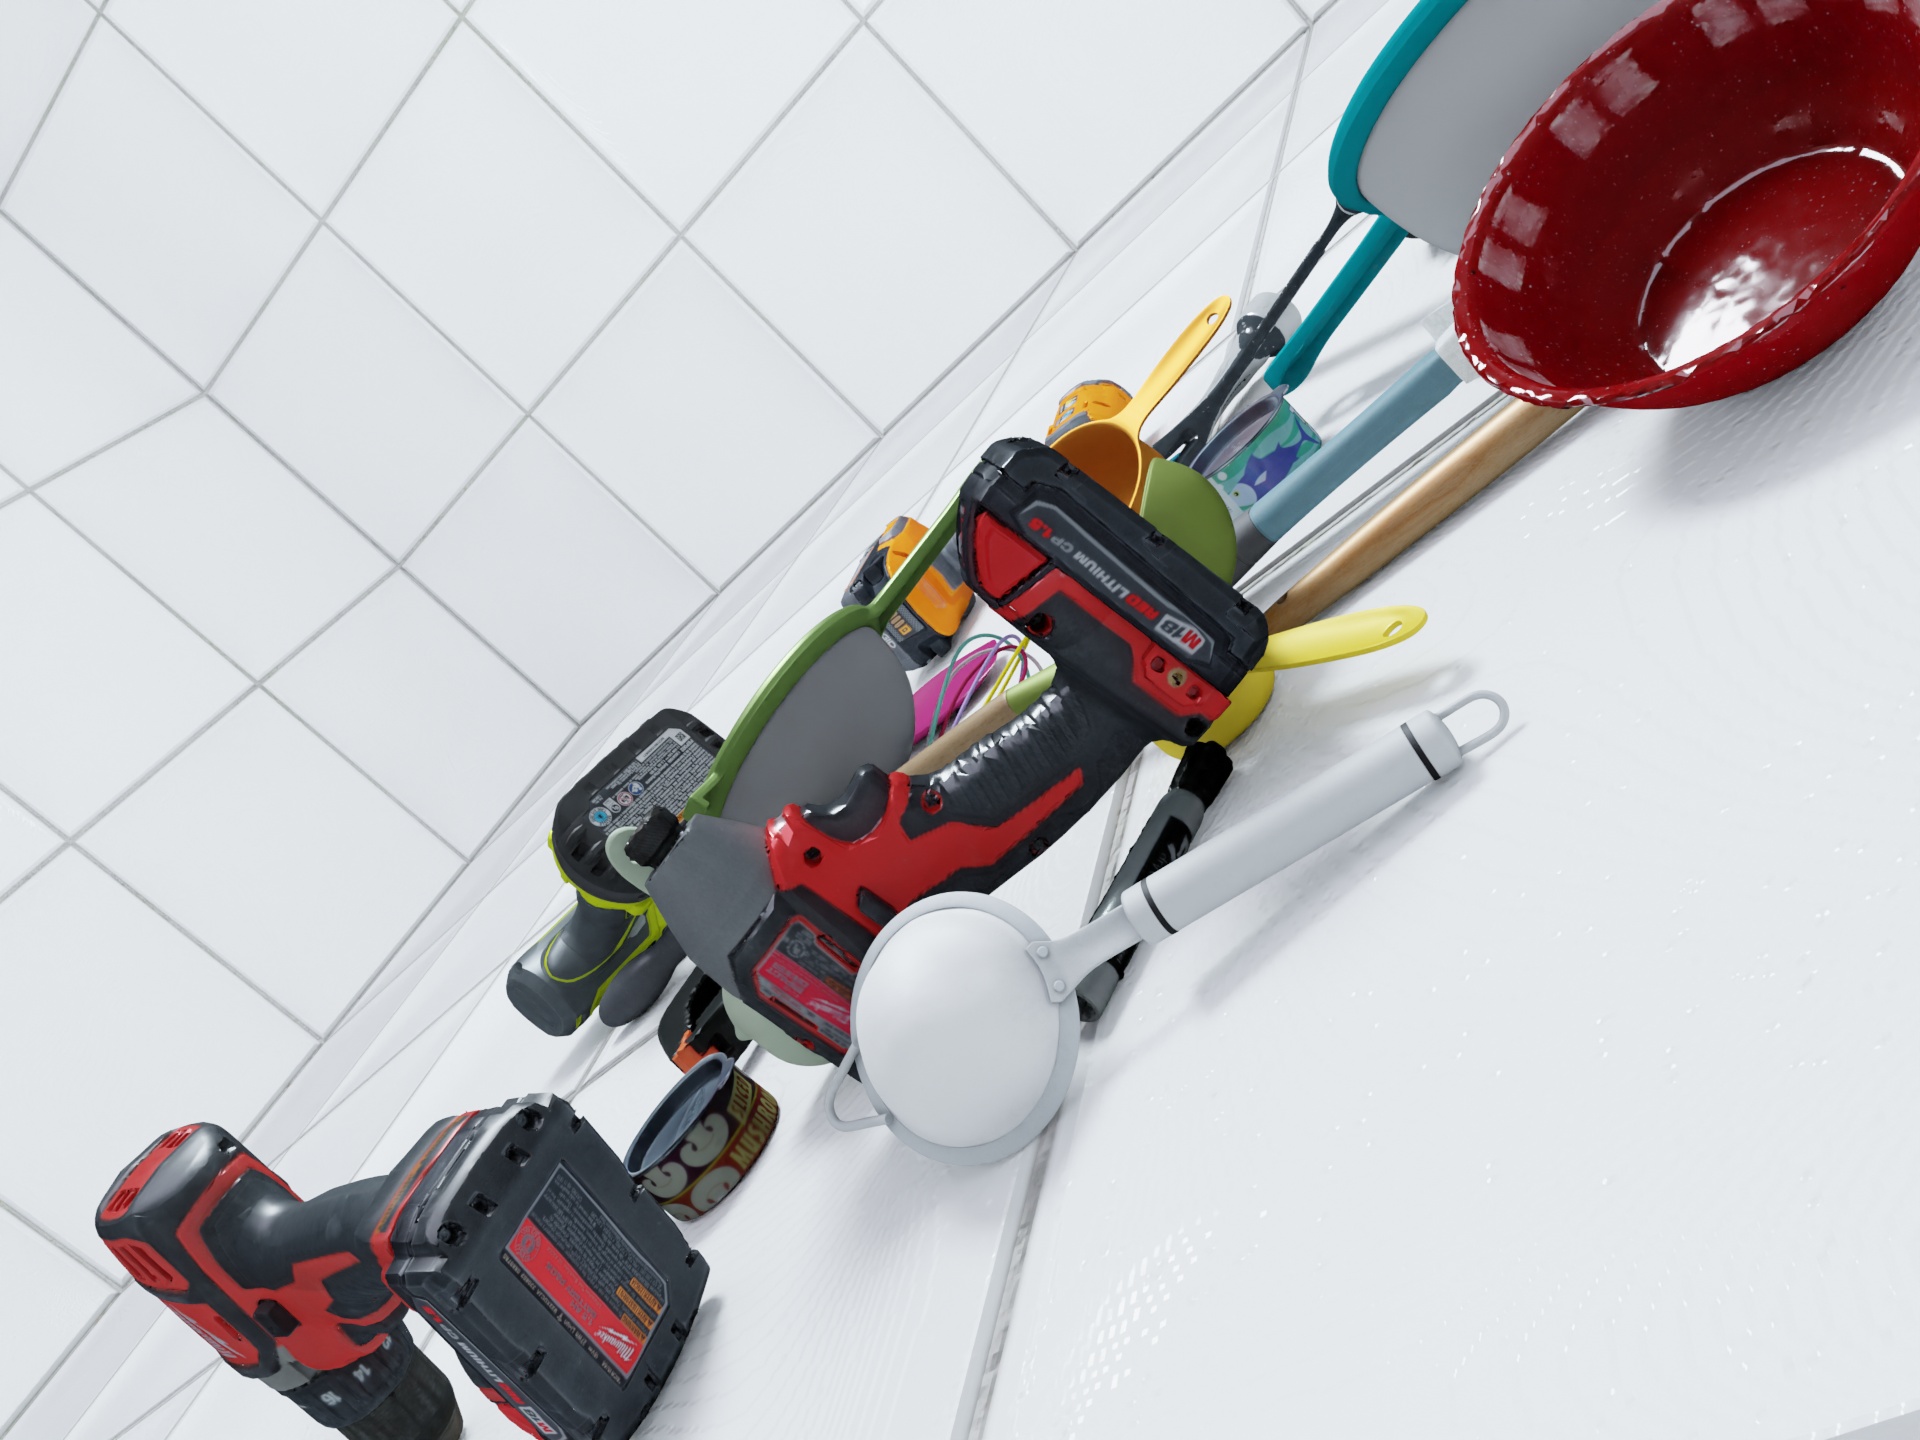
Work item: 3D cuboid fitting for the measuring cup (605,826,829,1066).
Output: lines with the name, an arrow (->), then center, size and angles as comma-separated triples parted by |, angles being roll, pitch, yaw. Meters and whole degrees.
measuring cup -> -0.076, 0.085, 0.617 | 0.038, 0.167, 0.083 | 30, 81, 39

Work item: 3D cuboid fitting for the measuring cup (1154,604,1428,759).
measuring cup -> 0.118, -0.015, 0.573 | 0.062, 0.029, 0.156 | -52, 17, -22

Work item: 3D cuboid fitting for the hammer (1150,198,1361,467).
hammer -> 0.191, -0.256, 0.804 | 0.149, 0.036, 0.408 | -55, -2, -19

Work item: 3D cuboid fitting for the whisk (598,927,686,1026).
whisk -> -0.138, 0.095, 0.975 | 0.284, 0.070, 0.070 | -47, 12, 20

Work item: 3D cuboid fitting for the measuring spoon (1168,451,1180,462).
measuring spoon -> 0.120, -0.135, 0.955 | 0.042, 0.021, 0.129 | -36, 8, 32

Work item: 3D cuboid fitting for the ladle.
ladle -> -0.001, -0.002, 0.704 | 0.320, 0.062, 0.078 | -38, 21, 36

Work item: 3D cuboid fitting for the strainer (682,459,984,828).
strainer -> -0.035, -0.023, 0.831 | 0.256, 0.069, 0.151 | -54, -11, -7

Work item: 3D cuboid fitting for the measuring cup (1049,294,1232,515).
measuring cup -> 0.104, -0.147, 0.864 | 0.173, 0.052, 0.095 | -53, 41, 9

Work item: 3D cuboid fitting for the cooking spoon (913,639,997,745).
cooking spoon -> -0.090, 0.058, 1.011 | 0.319, 0.017, 0.069 | -42, 19, 17

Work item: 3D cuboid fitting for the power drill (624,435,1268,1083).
power drill -> -0.008, 0.015, 0.558 | 0.219, 0.143, 0.078 | -53, 8, 6

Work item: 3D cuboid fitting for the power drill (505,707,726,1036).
power drill -> -0.209, 0.094, 1.054 | 0.191, 0.080, 0.228 | -48, -7, -37

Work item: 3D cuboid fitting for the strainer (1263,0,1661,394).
strainer -> 0.239, -0.224, 0.686 | 0.211, 0.095, 0.340 | -28, -15, -30

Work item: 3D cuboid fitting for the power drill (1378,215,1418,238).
power drill -> 0.322, -0.362, 0.870 | 0.223, 0.080, 0.171 | -39, 13, 42

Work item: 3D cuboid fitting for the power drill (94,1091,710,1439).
power drill -> -0.207, 0.229, 0.614 | 0.227, 0.187, 0.080 | -14, 30, 33

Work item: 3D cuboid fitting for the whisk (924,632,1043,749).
whisk -> -0.017, 0.041, 0.789 | 0.047, 0.051, 0.245 | -22, 30, 49

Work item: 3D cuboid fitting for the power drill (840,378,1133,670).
power drill -> 0.026, -0.133, 1.093 | 0.226, 0.084, 0.164 | -37, 16, 22

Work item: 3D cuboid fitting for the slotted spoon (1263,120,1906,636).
slotted spoon -> 0.228, -0.127, 0.565 | 0.313, 0.031, 0.070 | -41, 18, 27

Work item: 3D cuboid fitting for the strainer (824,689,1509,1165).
strainer -> 0.050, 0.061, 0.486 | 0.258, 0.087, 0.050 | -33, -24, 15

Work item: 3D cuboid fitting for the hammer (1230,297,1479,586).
hammer -> 0.122, -0.077, 0.694 | 0.331, 0.033, 0.128 | -42, 4, 29
